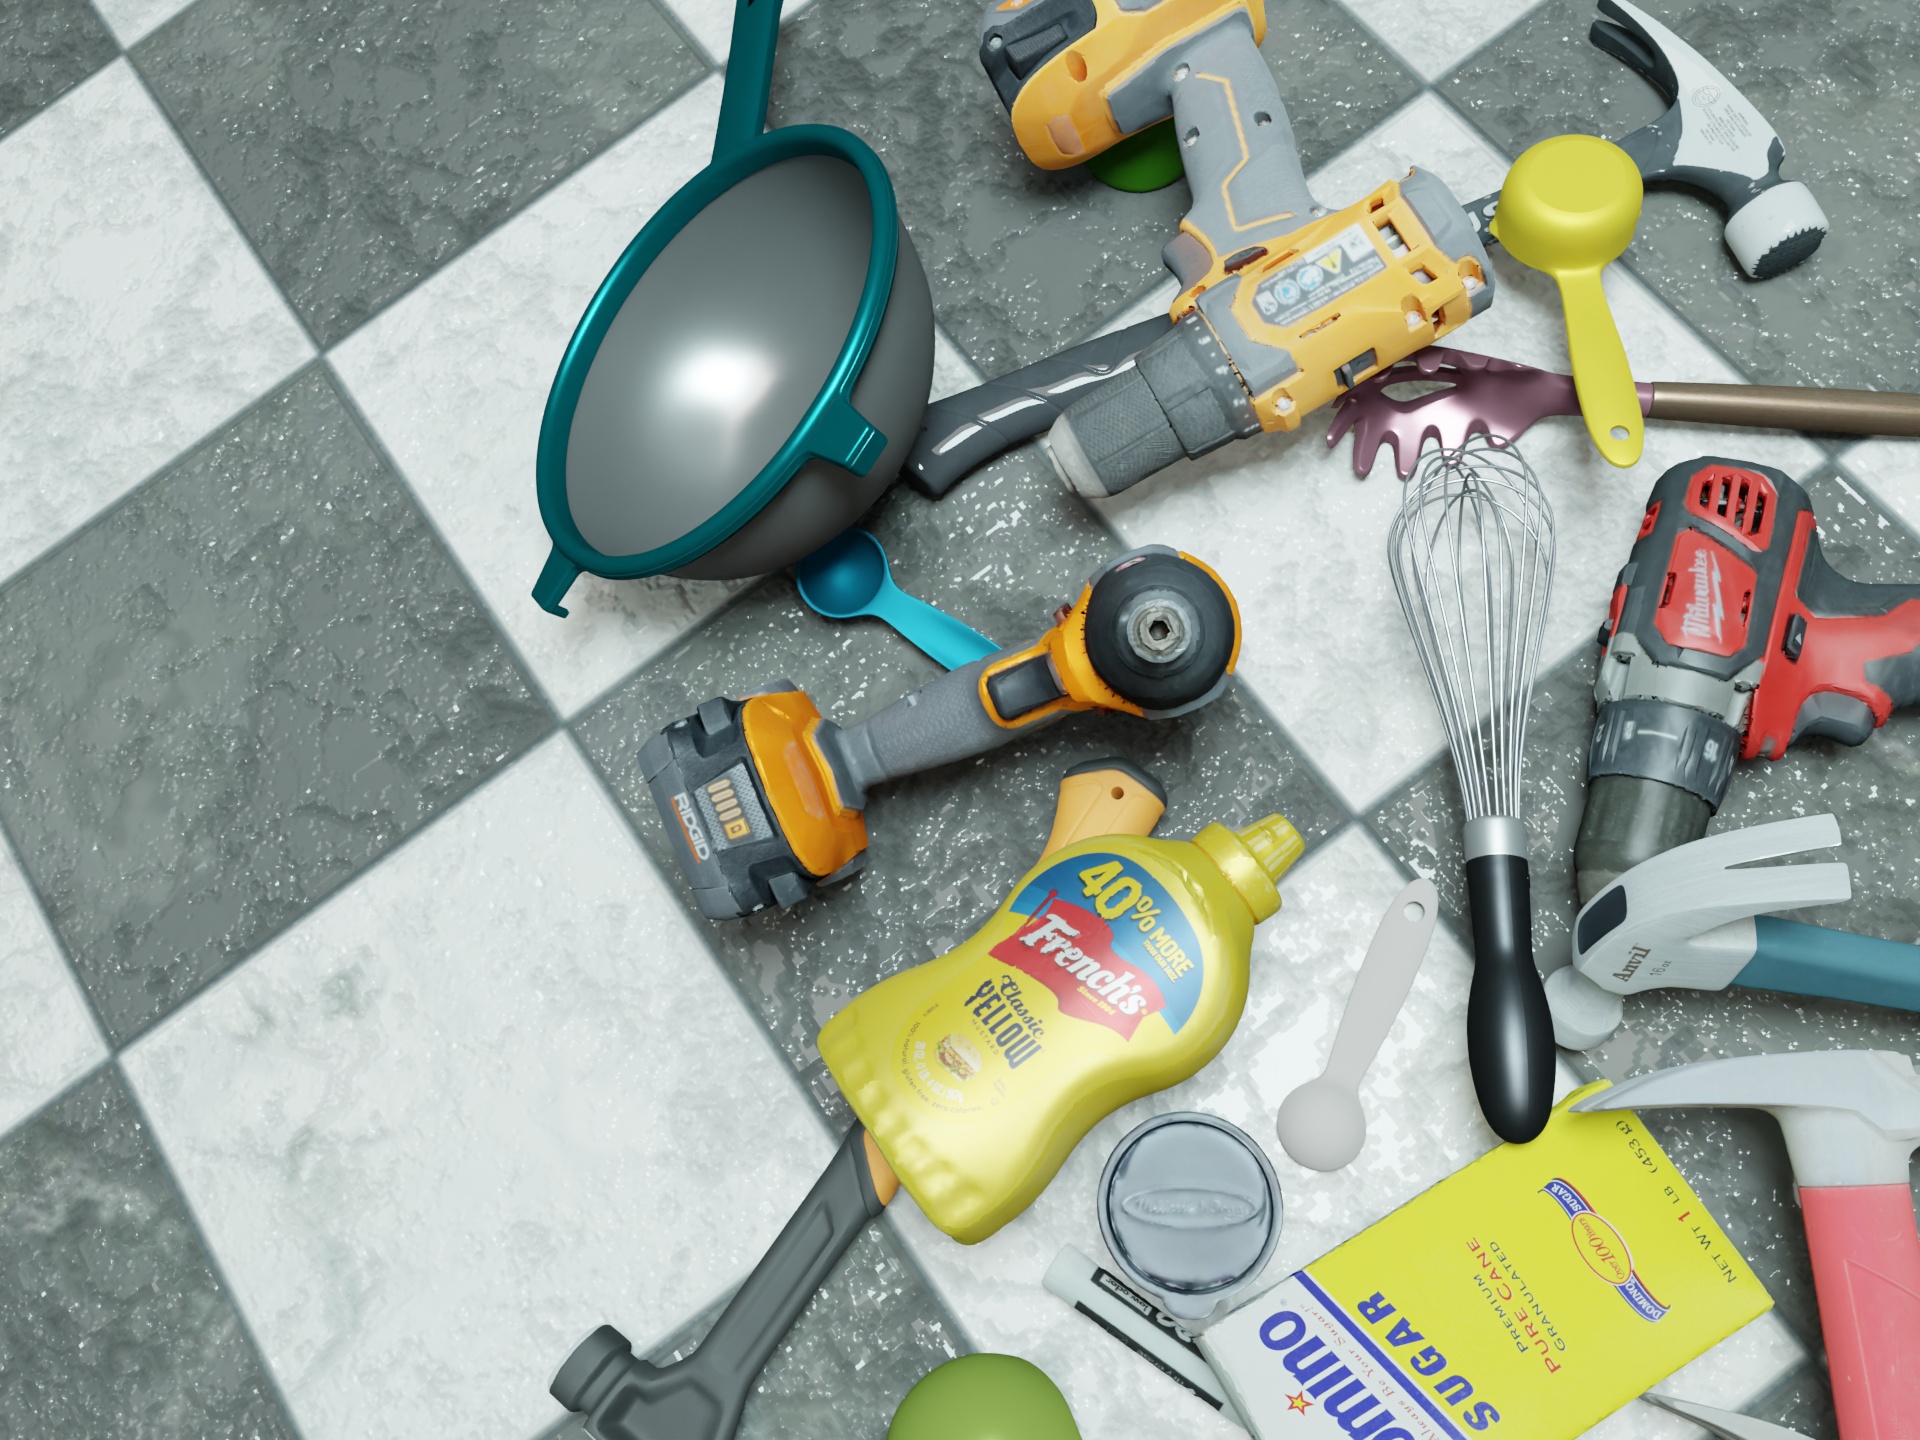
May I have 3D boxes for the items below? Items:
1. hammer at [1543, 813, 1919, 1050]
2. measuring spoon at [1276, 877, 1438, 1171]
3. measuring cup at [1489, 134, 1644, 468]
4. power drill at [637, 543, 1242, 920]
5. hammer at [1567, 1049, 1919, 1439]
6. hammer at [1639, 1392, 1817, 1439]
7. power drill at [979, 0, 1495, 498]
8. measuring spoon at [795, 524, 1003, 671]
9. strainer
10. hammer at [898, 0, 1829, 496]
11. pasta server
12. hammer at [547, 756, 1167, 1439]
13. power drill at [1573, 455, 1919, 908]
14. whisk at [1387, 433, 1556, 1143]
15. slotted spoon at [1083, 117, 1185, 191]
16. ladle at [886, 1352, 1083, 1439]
[{"bbox_3d":[0.385,0.099,0.551,0.331,0.128,0.033,9,52,4],"label":"hammer"},{"bbox_3d":[0.159,0.116,0.621,0.034,0.018,0.124,23,78,16],"label":"measuring spoon"},{"bbox_3d":[0.254,-0.172,0.637,0.062,0.029,0.157,-5,63,7],"label":"measuring cup"},{"bbox_3d":[-0.001,-0.002,0.608,0.226,0.164,0.084,-23,90,6],"label":"power drill"},{"bbox_3d":[0.289,0.300,0.492,0.143,0.038,0.386,-2,74,-2],"label":"hammer"},{"bbox_3d":[0.163,0.324,0.517,0.331,0.031,0.130,-18,72,-8],"label":"hammer"},{"bbox_3d":[0.087,-0.214,0.669,0.185,0.084,0.226,-30,69,11],"label":"power drill"},{"bbox_3d":[-0.016,-0.041,0.705,0.128,0.021,0.042,34,90,8],"label":"measuring spoon"},{"bbox_3d":[-0.079,-0.197,0.717,0.211,0.095,0.341,-19,56,35],"label":"strainer"},{"bbox_3d":[0.154,-0.195,0.708,0.409,0.036,0.149,-21,70,4],"label":"hammer"},{"bbox_3d":[0.313,-0.126,0.657,0.316,0.060,0.040,5,53,8],"label":"pasta server"},{"bbox_3d":[-0.016,0.161,0.631,0.127,0.034,0.337,33,81,18],"label":"hammer"},{"bbox_3d":[0.351,0.010,0.591,0.227,0.080,0.188,16,77,17],"label":"power drill"},{"bbox_3d":[0.203,0.016,0.609,0.070,0.070,0.285,-1,67,10],"label":"whisk"},{"bbox_3d":[0.068,-0.402,0.790,0.070,0.031,0.314,-12,70,11],"label":"slotted spoon"},{"bbox_3d":[0.120,0.321,0.562,0.320,0.062,0.078,24,77,9],"label":"ladle"}]
